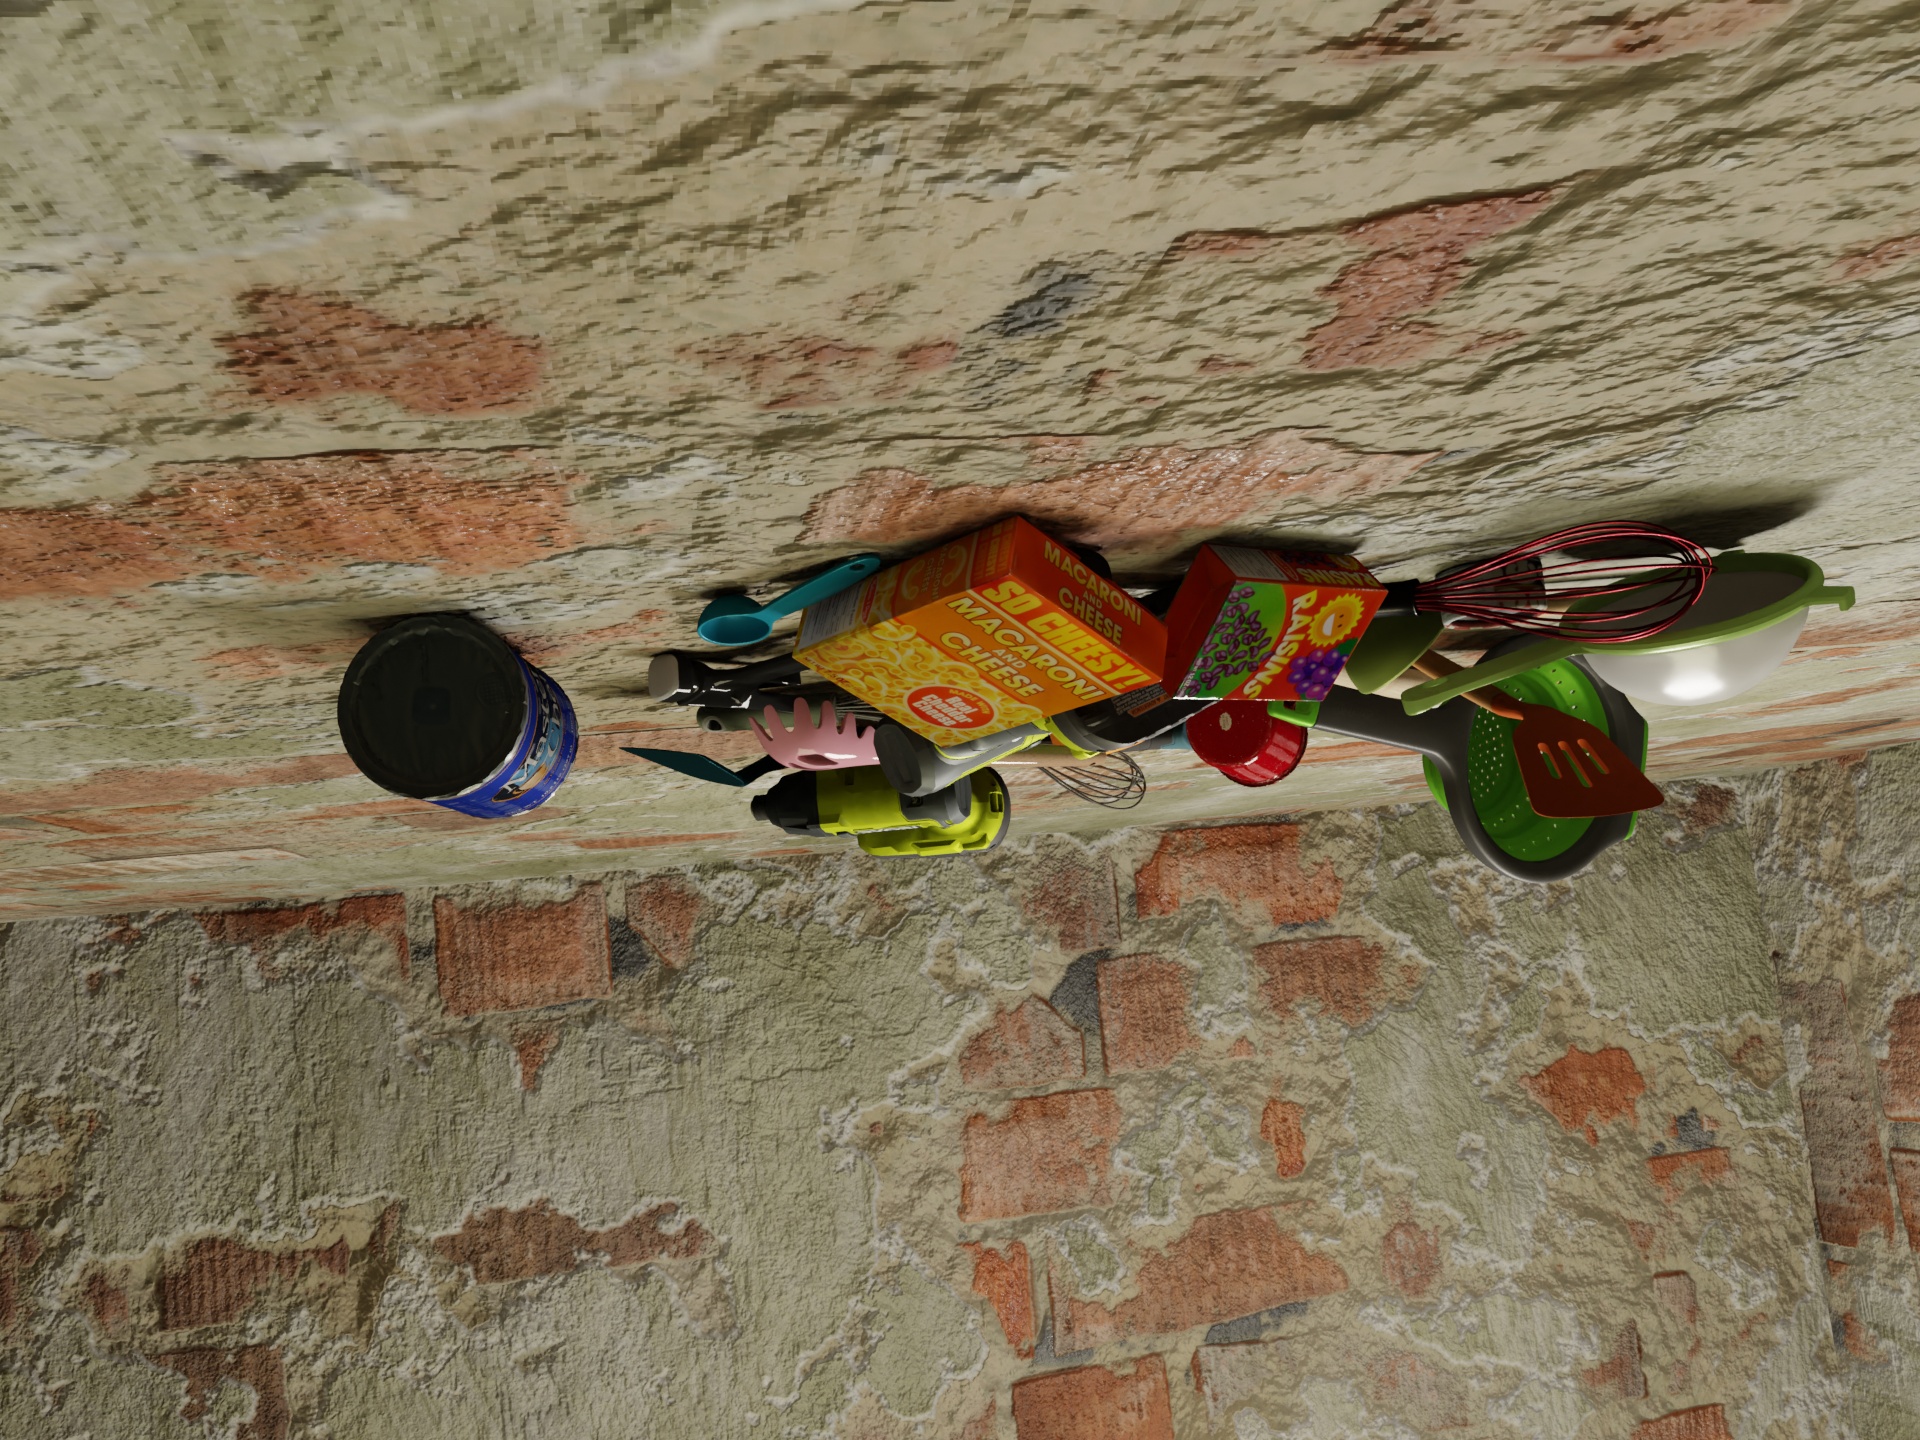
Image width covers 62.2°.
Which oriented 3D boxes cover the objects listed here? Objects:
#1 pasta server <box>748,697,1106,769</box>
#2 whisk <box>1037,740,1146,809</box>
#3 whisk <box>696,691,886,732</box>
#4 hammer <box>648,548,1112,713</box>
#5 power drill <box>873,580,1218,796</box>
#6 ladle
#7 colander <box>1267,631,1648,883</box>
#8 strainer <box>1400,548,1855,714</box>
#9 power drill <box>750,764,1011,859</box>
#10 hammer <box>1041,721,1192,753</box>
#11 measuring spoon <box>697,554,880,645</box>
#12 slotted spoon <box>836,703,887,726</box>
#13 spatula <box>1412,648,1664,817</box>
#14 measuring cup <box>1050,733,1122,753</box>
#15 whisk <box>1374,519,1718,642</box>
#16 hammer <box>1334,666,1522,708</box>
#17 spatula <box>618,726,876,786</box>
[{"bbox_3d":[-0.011,0.017,1.153,0.316,0.040,0.060,2,159,-40],"label":"pasta server"},{"bbox_3d":[0.052,0.027,1.358,0.239,0.055,0.055,16,166,-13],"label":"whisk"},{"bbox_3d":[-0.087,-0.011,1.205,0.246,0.059,0.057,-4,135,16],"label":"whisk"},{"bbox_3d":[-0.042,-0.050,0.980,0.337,0.034,0.127,-13,168,41],"label":"hammer"},{"bbox_3d":[0.071,-0.021,1.041,0.190,0.080,0.228,-24,-177,-32],"label":"power drill"},{"bbox_3d":[0.420,-0.069,1.096,0.320,0.062,0.078,-8,-177,-4],"label":"ladle"},{"bbox_3d":[0.385,0.014,1.288,0.396,0.204,0.094,12,176,-28],"label":"colander"},{"bbox_3d":[0.405,-0.030,0.986,0.256,0.069,0.151,-19,-166,5],"label":"strainer"},{"bbox_3d":[-0.057,0.069,1.299,0.171,0.080,0.223,-7,171,15],"label":"power drill"},{"bbox_3d":[0.047,0.024,1.433,0.331,0.033,0.128,-5,172,6],"label":"hammer"},{"bbox_3d":[-0.094,-0.073,0.872,0.128,0.021,0.042,-22,155,33],"label":"measuring spoon"},{"bbox_3d":[-0.002,-0.004,1.235,0.314,0.031,0.070,0,179,25],"label":"slotted spoon"},{"bbox_3d":[0.354,-0.009,1.076,0.081,0.041,0.323,-6,-163,-7],"label":"spatula"},{"bbox_3d":[0.084,0.013,1.286,0.173,0.052,0.095,-20,-176,-37],"label":"measuring cup"},{"bbox_3d":[0.298,-0.076,0.967,0.296,0.073,0.073,-3,174,30],"label":"whisk"},{"bbox_3d":[0.339,-0.033,1.354,0.146,0.038,0.410,-11,170,39],"label":"hammer"},{"bbox_3d":[-0.129,0.017,1.266,0.082,0.044,0.317,3,-169,35],"label":"spatula"}]
